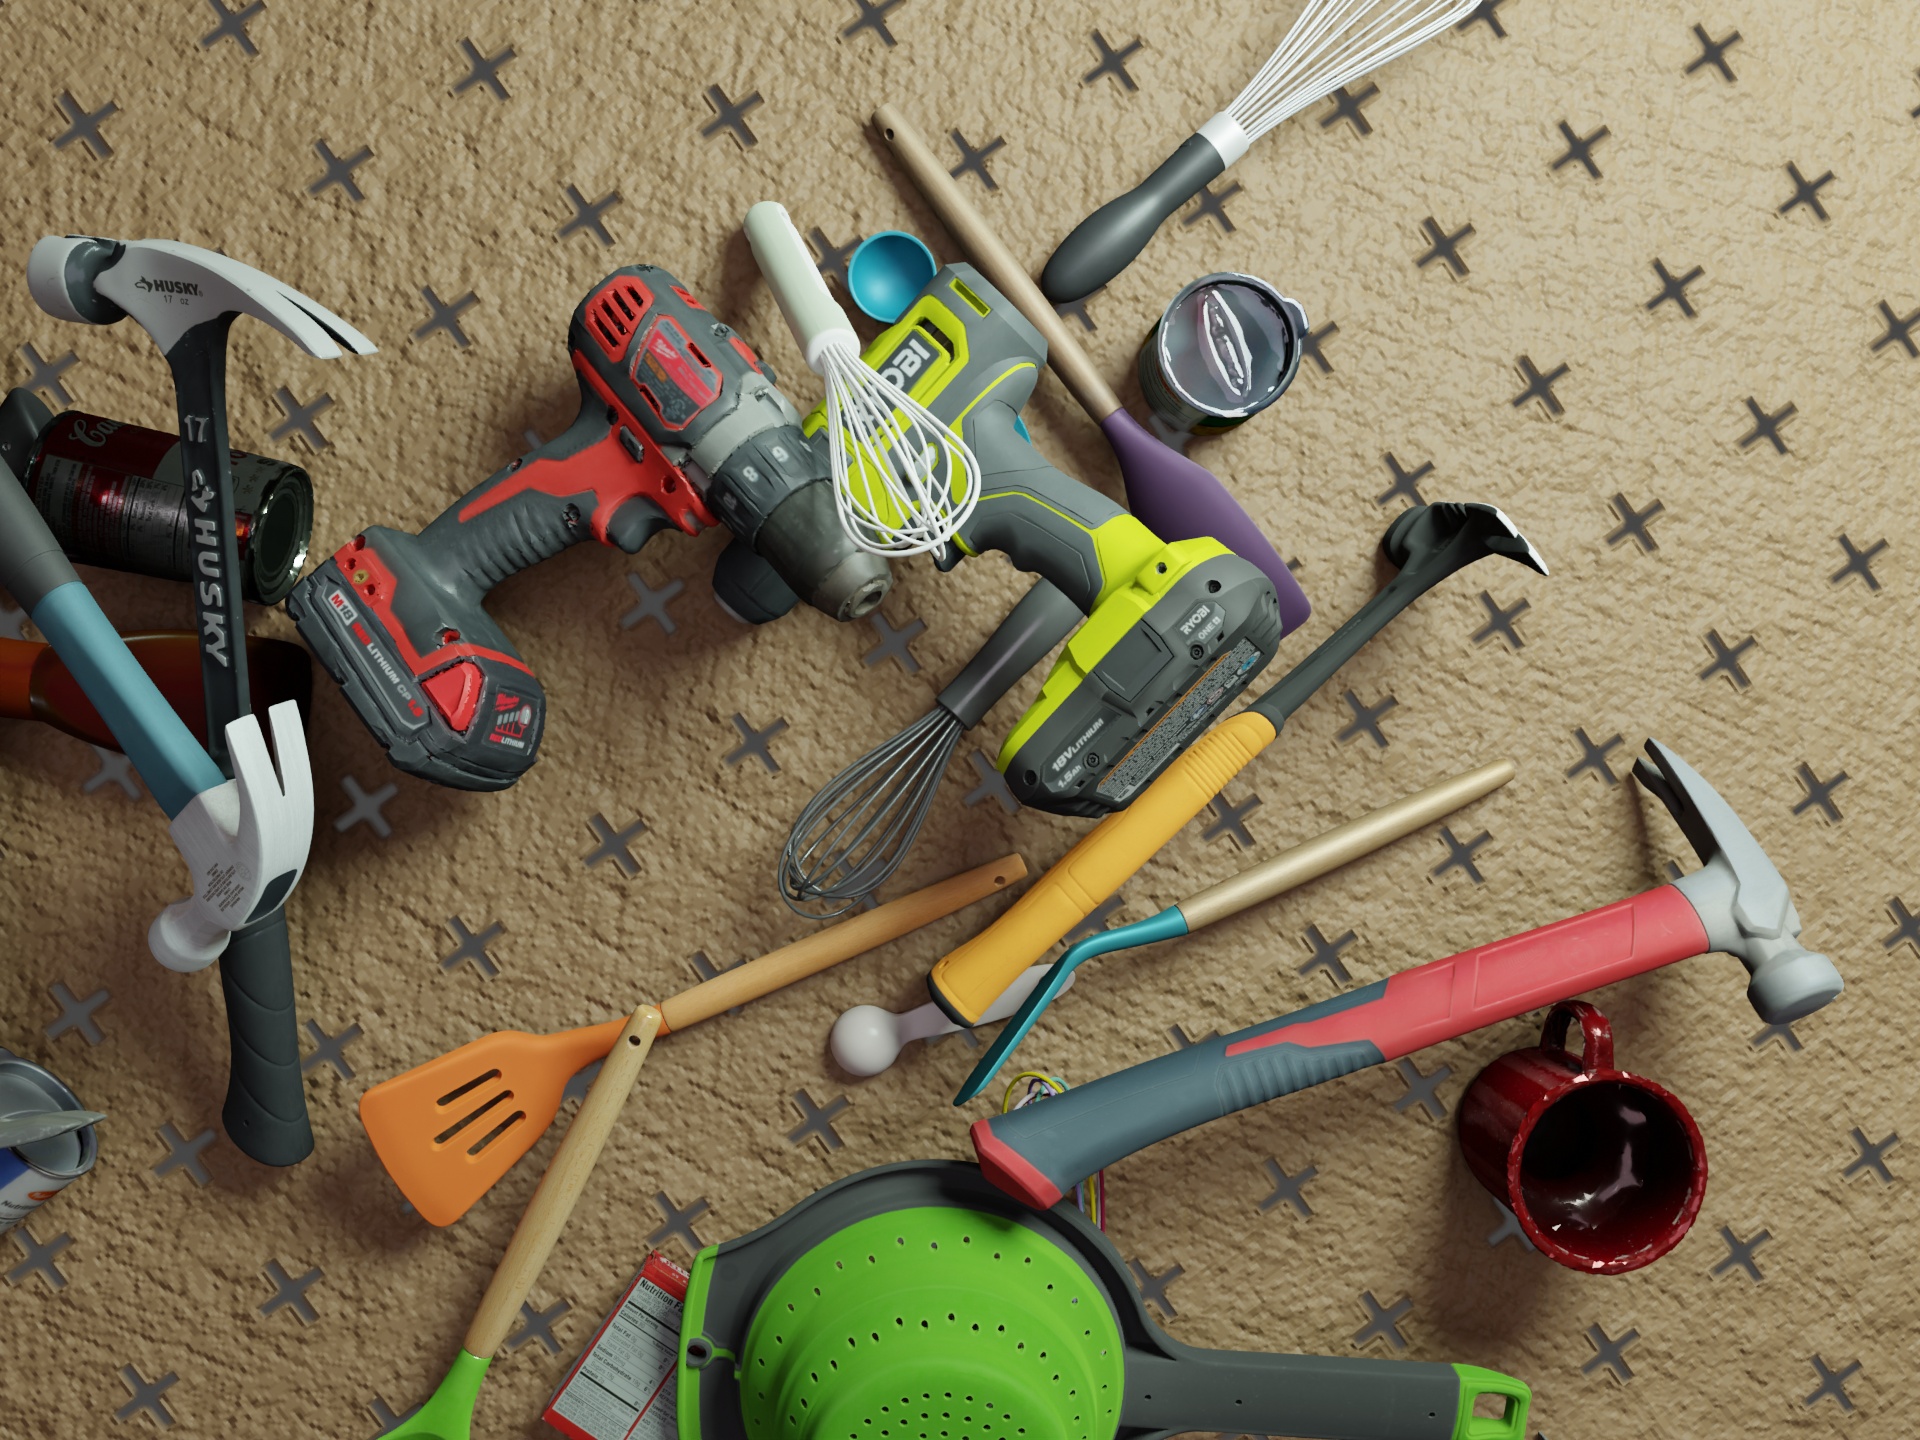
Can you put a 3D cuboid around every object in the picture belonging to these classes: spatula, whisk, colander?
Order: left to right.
[{"bbox_3d":[-0.115,0.135,0.750,0.322,0.041,0.081,-23,112,-4],"label":"spatula"},{"bbox_3d":[-0.051,-0.154,0.682,0.059,0.057,0.247,-29,52,4],"label":"whisk"},{"bbox_3d":[0.000,-0.002,0.753,0.055,0.055,0.239,43,84,-4],"label":"whisk"},{"bbox_3d":[0.054,-0.163,0.753,0.059,0.018,0.316,-38,87,41],"label":"spatula"},{"bbox_3d":[0.056,0.286,0.769,0.047,0.051,0.245,-8,96,18],"label":"whisk"},{"bbox_3d":[0.070,0.313,0.701,0.397,0.094,0.204,5,100,-4],"label":"colander"},{"bbox_3d":[0.132,0.094,0.756,0.317,0.082,0.044,-24,79,-10],"label":"spatula"},{"bbox_3d":[0.148,-0.296,0.752,0.284,0.070,0.070,-41,93,4],"label":"whisk"}]

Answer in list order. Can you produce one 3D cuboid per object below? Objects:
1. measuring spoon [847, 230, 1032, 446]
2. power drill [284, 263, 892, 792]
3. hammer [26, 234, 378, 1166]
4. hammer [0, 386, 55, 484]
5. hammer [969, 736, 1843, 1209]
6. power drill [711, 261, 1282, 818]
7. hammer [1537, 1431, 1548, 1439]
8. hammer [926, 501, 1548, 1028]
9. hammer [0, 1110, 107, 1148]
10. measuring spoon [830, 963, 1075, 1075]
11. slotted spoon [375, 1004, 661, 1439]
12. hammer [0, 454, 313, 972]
[{"bbox_3d":[-0.006,-0.177,0.765,0.042,0.021,0.128,-36,102,7],"label":"measuring spoon"},{"bbox_3d":[-0.156,-0.065,0.693,0.226,0.080,0.188,-41,75,4],"label":"power drill"},{"bbox_3d":[-0.305,0.010,0.676,0.149,0.036,0.408,11,111,21],"label":"hammer"},{"bbox_3d":[-0.538,-0.025,0.724,0.146,0.035,0.335,44,88,-4],"label":"hammer"},{"bbox_3d":[0.186,0.123,0.724,0.386,0.038,0.143,-17,56,-6],"label":"hammer"},{"bbox_3d":[0.008,-0.066,0.703,0.190,0.080,0.229,-47,69,9],"label":"power drill"},{"bbox_3d":[0.133,0.455,0.775,0.405,0.035,0.144,-9,92,-3],"label":"hammer"},{"bbox_3d":[0.116,0.022,0.729,0.337,0.127,0.034,-42,98,3],"label":"hammer"},{"bbox_3d":[-0.442,0.003,0.683,0.149,0.036,0.359,0,86,0],"label":"hammer"},{"bbox_3d":[-0.003,0.142,0.768,0.124,0.018,0.034,-17,92,-4],"label":"measuring spoon"},{"bbox_3d":[-0.211,0.270,0.739,0.070,0.031,0.314,27,96,-4],"label":"slotted spoon"},{"bbox_3d":[-0.376,-0.059,0.646,0.128,0.033,0.331,-36,90,31],"label":"hammer"}]
